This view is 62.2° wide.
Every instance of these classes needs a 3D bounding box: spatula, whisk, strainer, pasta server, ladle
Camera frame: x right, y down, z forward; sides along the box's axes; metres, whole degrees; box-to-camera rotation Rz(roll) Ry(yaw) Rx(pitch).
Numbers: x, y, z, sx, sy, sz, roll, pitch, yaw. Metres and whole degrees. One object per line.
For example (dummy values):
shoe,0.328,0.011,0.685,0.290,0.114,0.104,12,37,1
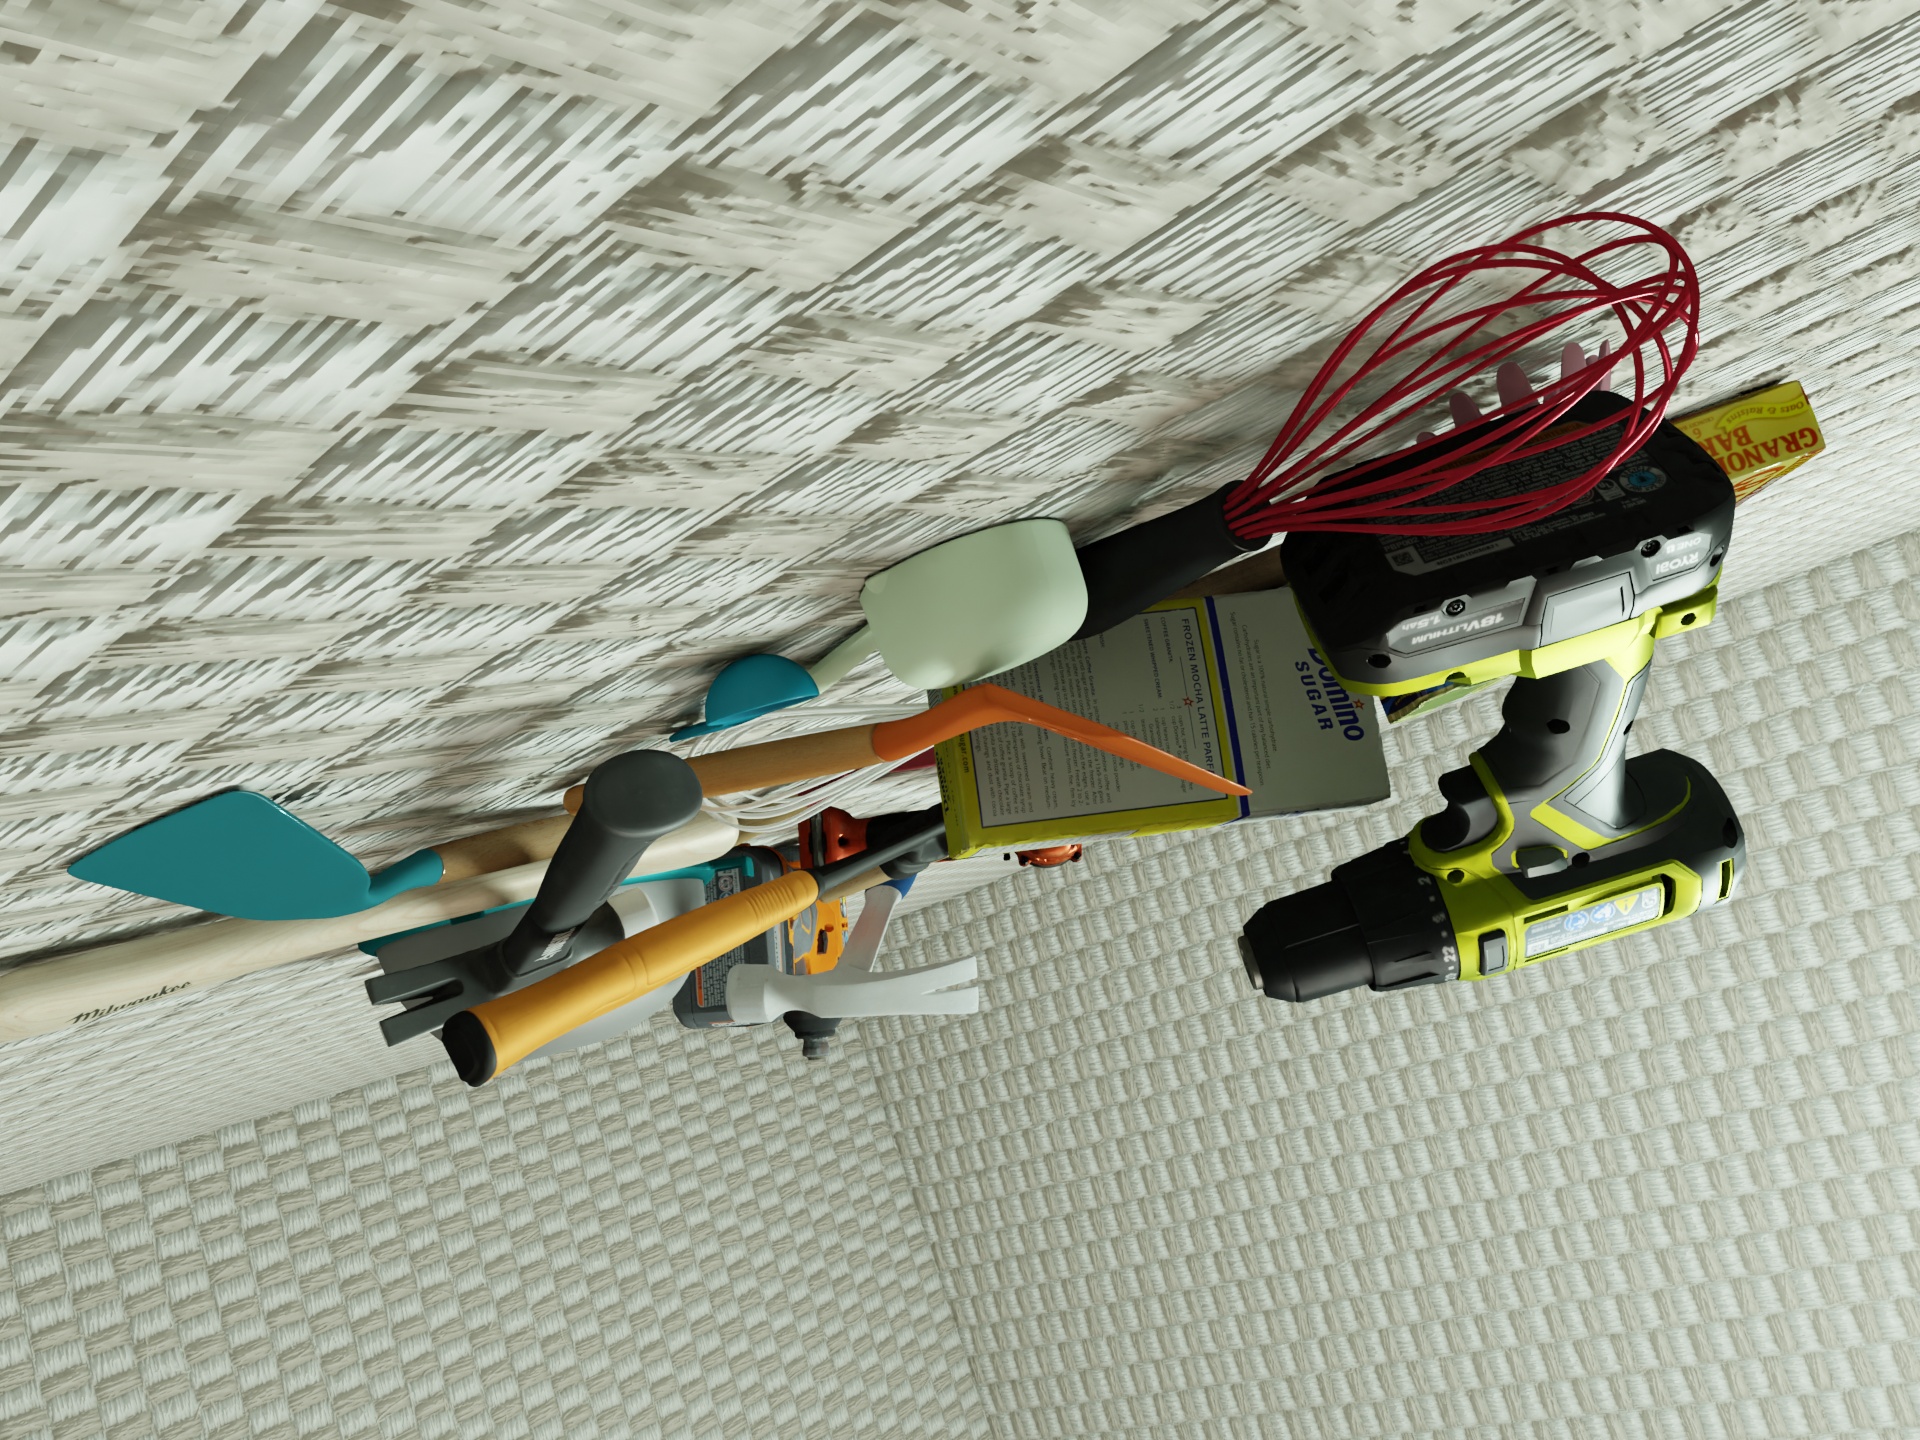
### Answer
spatula,-0.208,0.046,0.663,0.082,0.044,0.317,-23,176,18
whisk,0.099,-0.069,0.484,0.073,0.073,0.296,-15,176,-29
strainer,-0.283,0.170,0.996,0.211,0.095,0.340,-5,166,-43
pasta server,0.131,-0.072,0.659,0.060,0.040,0.316,-13,174,-37
whisk,-0.001,-0.002,0.687,0.246,0.057,0.059,-15,-152,-1
spatula,-0.047,0.020,0.598,0.322,0.041,0.081,-11,158,38
ladle,-0.102,0.051,0.926,0.069,0.031,0.315,-14,172,-45

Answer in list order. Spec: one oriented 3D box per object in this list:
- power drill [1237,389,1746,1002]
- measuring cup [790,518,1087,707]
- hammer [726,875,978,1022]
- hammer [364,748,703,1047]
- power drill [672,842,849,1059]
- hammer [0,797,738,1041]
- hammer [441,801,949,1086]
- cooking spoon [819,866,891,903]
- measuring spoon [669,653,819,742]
power drill,0.184,0.013,0.573,0.190,0.080,0.228,-17,133,3
measuring cup,-0.018,-0.022,0.580,0.083,0.038,0.167,-13,168,-39
hammer,-0.049,0.126,1.104,0.144,0.035,0.405,-1,-170,4
hammer,-0.172,0.078,0.680,0.146,0.035,0.334,-20,170,-27
power drill,-0.133,0.169,1.146,0.084,0.164,0.226,-7,172,11
hammer,-0.278,0.089,0.730,0.410,0.038,0.146,-13,169,-39
hammer,-0.096,0.091,0.773,0.337,0.034,0.127,-22,170,-47
cooking spoon,0.055,0.046,0.936,0.319,0.017,0.068,-24,171,14
measuring spoon,-0.092,-0.008,0.609,0.042,0.021,0.128,-15,180,-27
